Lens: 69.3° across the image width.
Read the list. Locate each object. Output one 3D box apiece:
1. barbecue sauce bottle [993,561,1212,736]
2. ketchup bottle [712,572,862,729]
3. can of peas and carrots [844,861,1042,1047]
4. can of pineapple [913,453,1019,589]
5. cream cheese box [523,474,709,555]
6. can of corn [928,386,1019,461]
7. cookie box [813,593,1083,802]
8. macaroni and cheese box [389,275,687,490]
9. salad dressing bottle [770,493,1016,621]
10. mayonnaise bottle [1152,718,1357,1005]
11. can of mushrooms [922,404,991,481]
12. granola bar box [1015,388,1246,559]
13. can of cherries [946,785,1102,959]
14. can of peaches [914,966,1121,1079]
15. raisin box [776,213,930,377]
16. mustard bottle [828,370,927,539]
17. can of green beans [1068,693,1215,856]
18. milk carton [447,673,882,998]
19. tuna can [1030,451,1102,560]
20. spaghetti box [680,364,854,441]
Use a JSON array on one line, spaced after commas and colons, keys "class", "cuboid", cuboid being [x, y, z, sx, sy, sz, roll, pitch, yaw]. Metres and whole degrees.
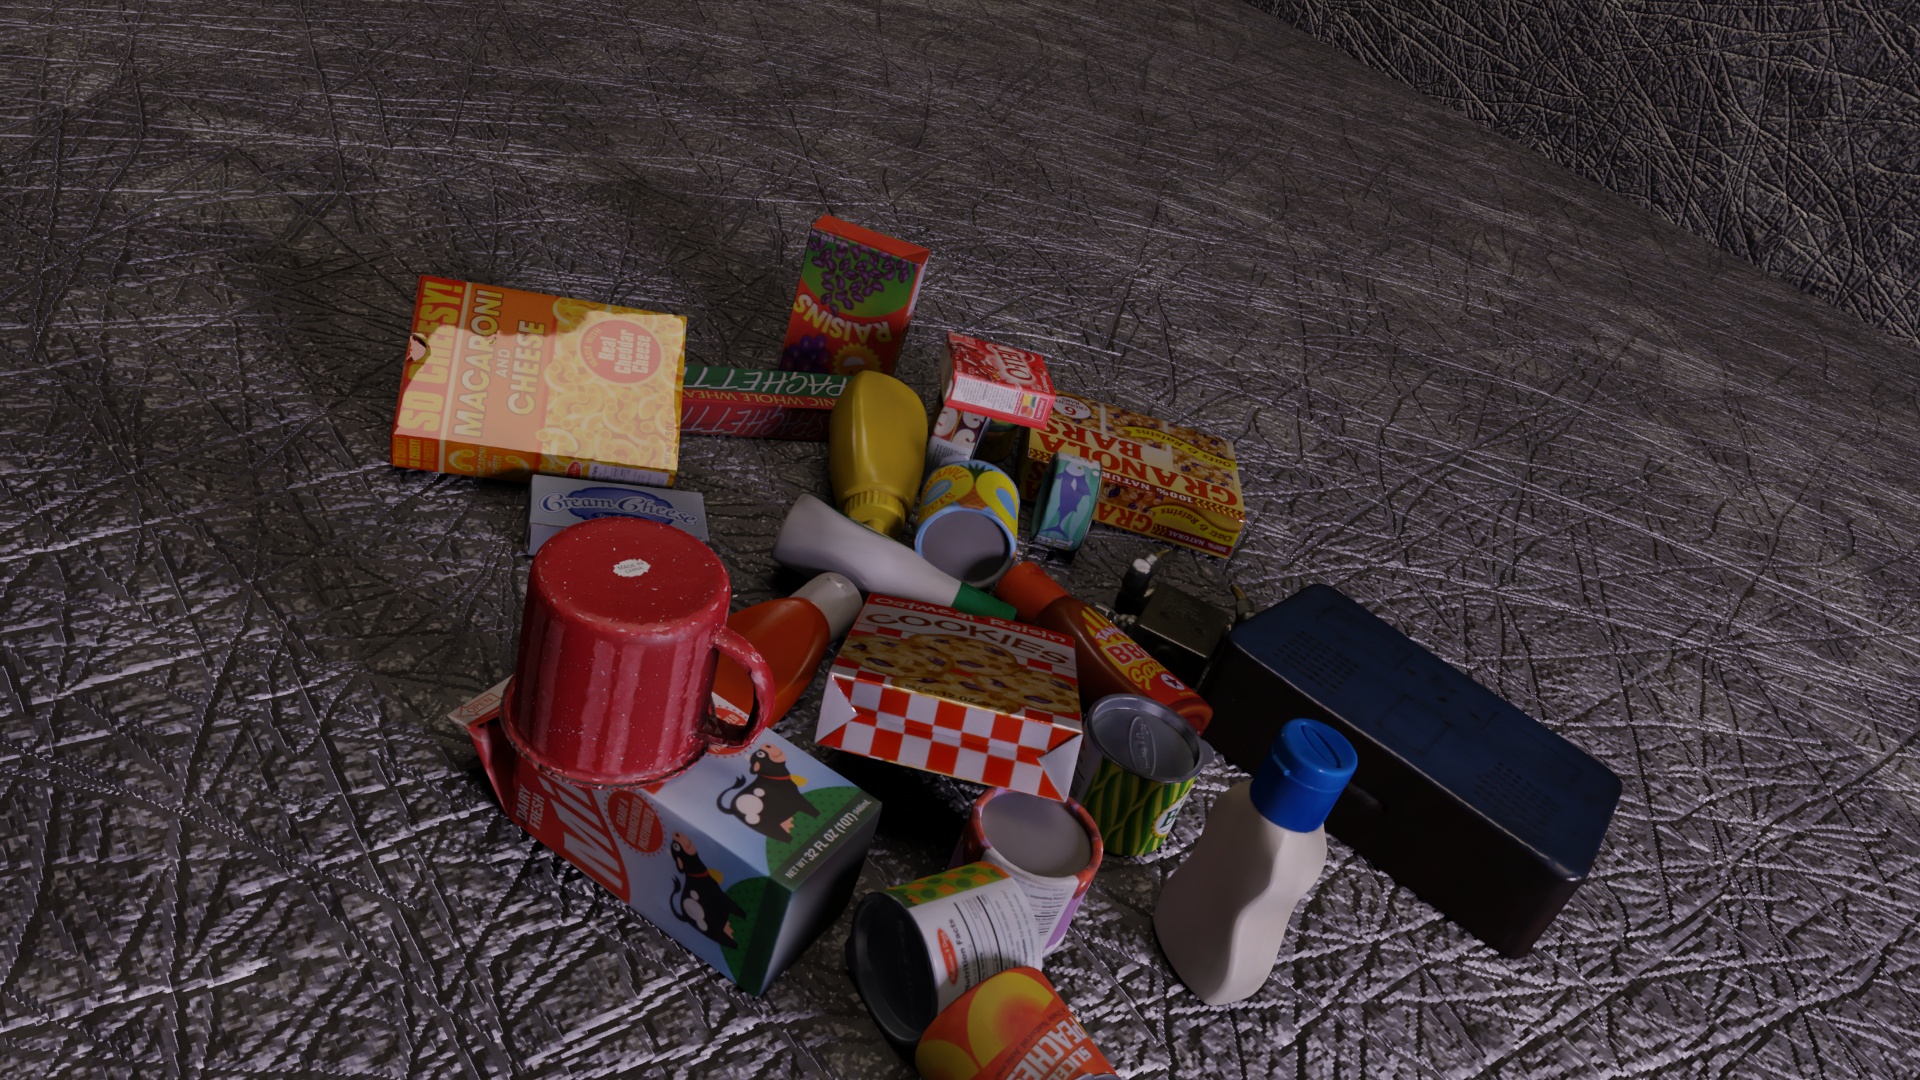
[{"class": "barbecue sauce bottle", "cuboid": [0.080, 0.069, 0.834, 0.065, 0.043, 0.149, 5, 30, -51]}, {"class": "ketchup bottle", "cuboid": [-0.105, 0.062, 0.752, 0.065, 0.043, 0.149, 30, 34, 15]}, {"class": "can of peas and carrots", "cuboid": [-0.008, 0.180, 0.609, 0.059, 0.070, 0.071, -7, 41, -36]}, {"class": "can of pineapple", "cuboid": [0.003, -0.011, 0.894, 0.071, 0.070, 0.058, 15, 33, -6]}, {"class": "cream cheese box", "cuboid": [-0.205, -0.011, 0.828, 0.104, 0.024, 0.053, 6, 33, -20]}, {"class": "can of corn", "cuboid": [0.013, -0.099, 1.040, 0.071, 0.058, 0.071, 14, 33, -9]}, {"class": "cookie box", "cuboid": [-0.001, 0.075, 0.728, 0.123, 0.040, 0.168, 13, 11, 1]}, {"class": "macaroni and cheese box", "cuboid": [-0.260, -0.096, 0.871, 0.167, 0.040, 0.124, 7, 58, -18]}, {"class": "salad dressing bottle", "cuboid": [-0.039, 0.024, 0.834, 0.148, 0.064, 0.044, 27, 73, -1]}, {"class": "mayonnaise bottle", "cuboid": [0.139, 0.149, 0.650, 0.041, 0.147, 0.065, -1, 37, -29]}, {"class": "can of mushrooms", "cuboid": [-0.002, -0.070, 0.981, 0.033, 0.070, 0.071, 19, 32, 3]}, {"class": "granola bar box", "cuboid": [0.126, -0.054, 1.048, 0.166, 0.038, 0.125, 16, 32, -5]}, {"class": "can of cherries", "cuboid": [0.028, 0.156, 0.667, 0.071, 0.058, 0.072, 13, 33, -9]}, {"class": "can of peaches", "cuboid": [0.024, 0.215, 0.564, 0.071, 0.071, 0.058, -8, 40, -36]}, {"class": "raisin box", "cuboid": [-0.080, -0.169, 1.036, 0.086, 0.122, 0.040, 19, 31, 0]}, {"class": "mustard bottle", "cuboid": [-0.057, -0.045, 0.922, 0.065, 0.048, 0.161, 24, 40, -22]}, {"class": "can of green beans", "cuboid": [0.090, 0.126, 0.744, 0.071, 0.057, 0.071, 13, 32, -9]}, {"class": "milk carton", "cuboid": [-0.139, 0.112, 0.633, 0.191, 0.073, 0.073, 30, 34, 18]}, {"class": "tuna can", "cuboid": [0.072, -0.024, 0.955, 0.033, 0.070, 0.071, 15, 32, -4]}, {"class": "spaghetti box", "cuboid": [-0.171, -0.098, 0.971, 0.250, 0.028, 0.050, 1, 38, -26]}]
